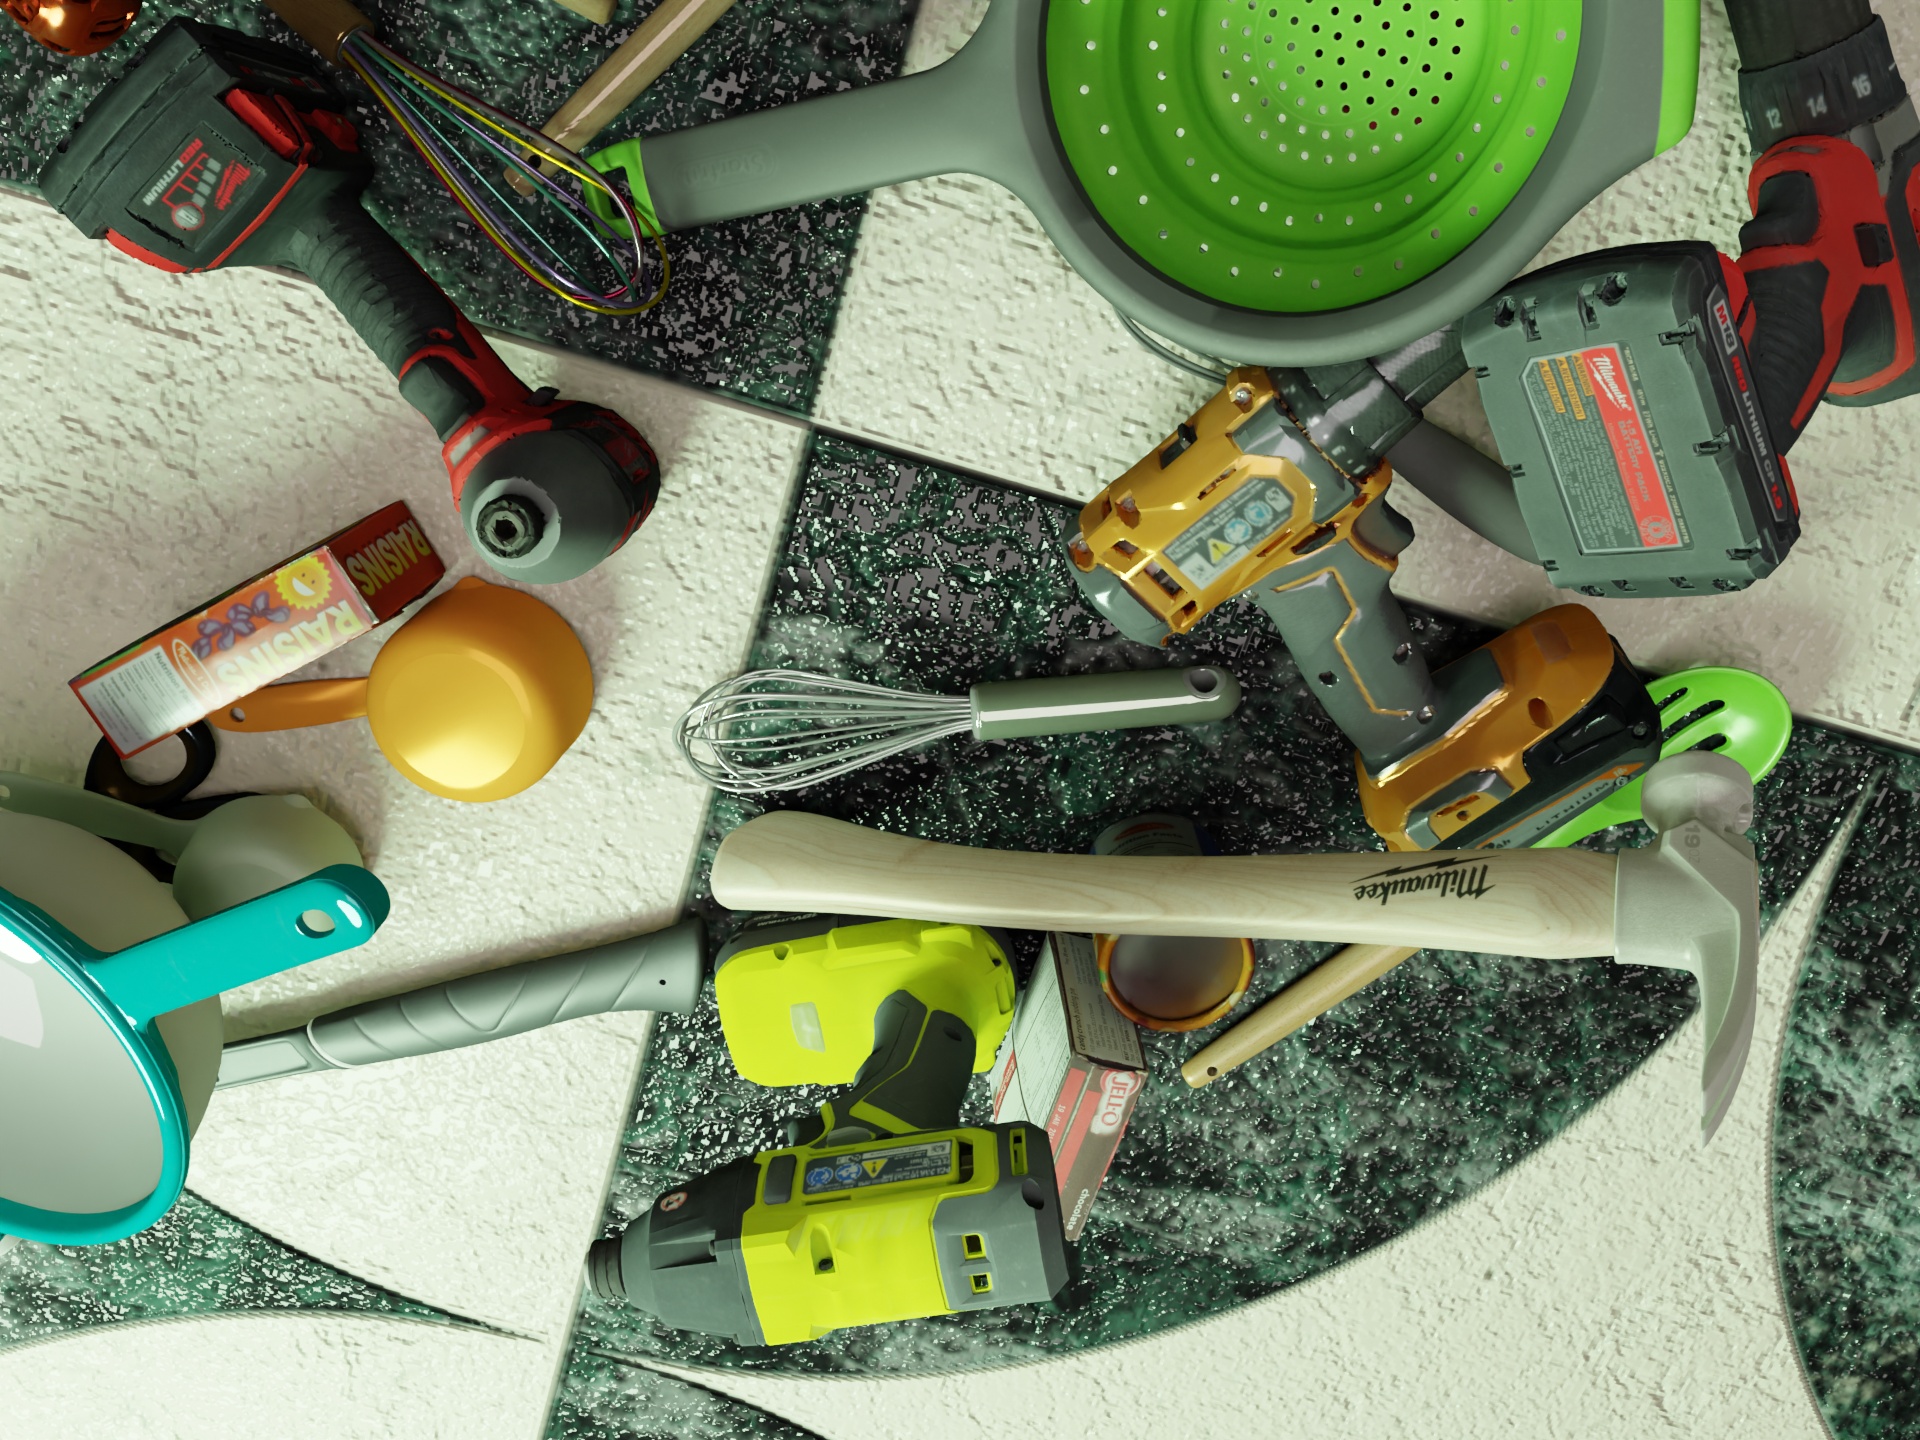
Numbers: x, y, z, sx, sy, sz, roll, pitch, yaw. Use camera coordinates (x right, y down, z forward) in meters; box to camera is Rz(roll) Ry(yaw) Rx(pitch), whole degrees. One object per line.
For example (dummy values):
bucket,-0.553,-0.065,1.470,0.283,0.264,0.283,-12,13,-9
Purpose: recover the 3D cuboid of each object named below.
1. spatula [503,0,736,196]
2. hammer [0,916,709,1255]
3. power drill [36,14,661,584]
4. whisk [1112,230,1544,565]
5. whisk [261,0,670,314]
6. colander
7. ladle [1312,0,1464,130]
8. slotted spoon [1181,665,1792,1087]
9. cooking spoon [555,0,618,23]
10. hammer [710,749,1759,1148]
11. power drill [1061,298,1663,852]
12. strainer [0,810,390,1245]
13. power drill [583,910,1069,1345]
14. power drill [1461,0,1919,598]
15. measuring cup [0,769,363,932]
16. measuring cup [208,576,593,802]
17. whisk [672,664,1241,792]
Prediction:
spatula,-0.053,-0.304,0.585,0.316,0.018,0.059,-39,106,12
hammer,-0.313,0.150,0.746,0.409,0.036,0.149,-13,109,4
power drill,-0.206,-0.140,0.581,0.078,0.143,0.219,-42,103,12
whisk,0.156,-0.126,0.637,0.239,0.055,0.055,30,108,-14
whisk,-0.205,-0.236,0.589,0.245,0.051,0.047,41,87,-3
colander,0.046,-0.227,0.572,0.397,0.094,0.204,-3,112,25
ladle,0.186,-0.372,0.556,0.069,0.031,0.315,10,108,-3
slotted spoon,0.228,0.078,0.723,0.313,0.031,0.070,-38,106,15
cooking spoon,-0.270,-0.338,0.572,0.318,0.017,0.068,27,109,-9
hammer,0.079,0.074,0.614,0.411,0.146,0.038,0,133,25
power drill,0.179,-0.056,0.619,0.226,0.084,0.185,40,117,-21
strainer,-0.333,0.091,0.631,0.340,0.095,0.210,-19,113,25
power drill,-0.050,0.155,0.645,0.171,0.223,0.080,-9,110,3
power drill,0.273,-0.166,0.555,0.227,0.080,0.187,-39,113,-29
measuring cup,-0.347,0.060,0.690,0.167,0.038,0.083,20,115,-15
measuring cup,-0.247,-0.004,0.677,0.173,0.052,0.095,-7,110,4
whisk,-0.001,-0.002,0.687,0.246,0.058,0.059,-5,145,-1
